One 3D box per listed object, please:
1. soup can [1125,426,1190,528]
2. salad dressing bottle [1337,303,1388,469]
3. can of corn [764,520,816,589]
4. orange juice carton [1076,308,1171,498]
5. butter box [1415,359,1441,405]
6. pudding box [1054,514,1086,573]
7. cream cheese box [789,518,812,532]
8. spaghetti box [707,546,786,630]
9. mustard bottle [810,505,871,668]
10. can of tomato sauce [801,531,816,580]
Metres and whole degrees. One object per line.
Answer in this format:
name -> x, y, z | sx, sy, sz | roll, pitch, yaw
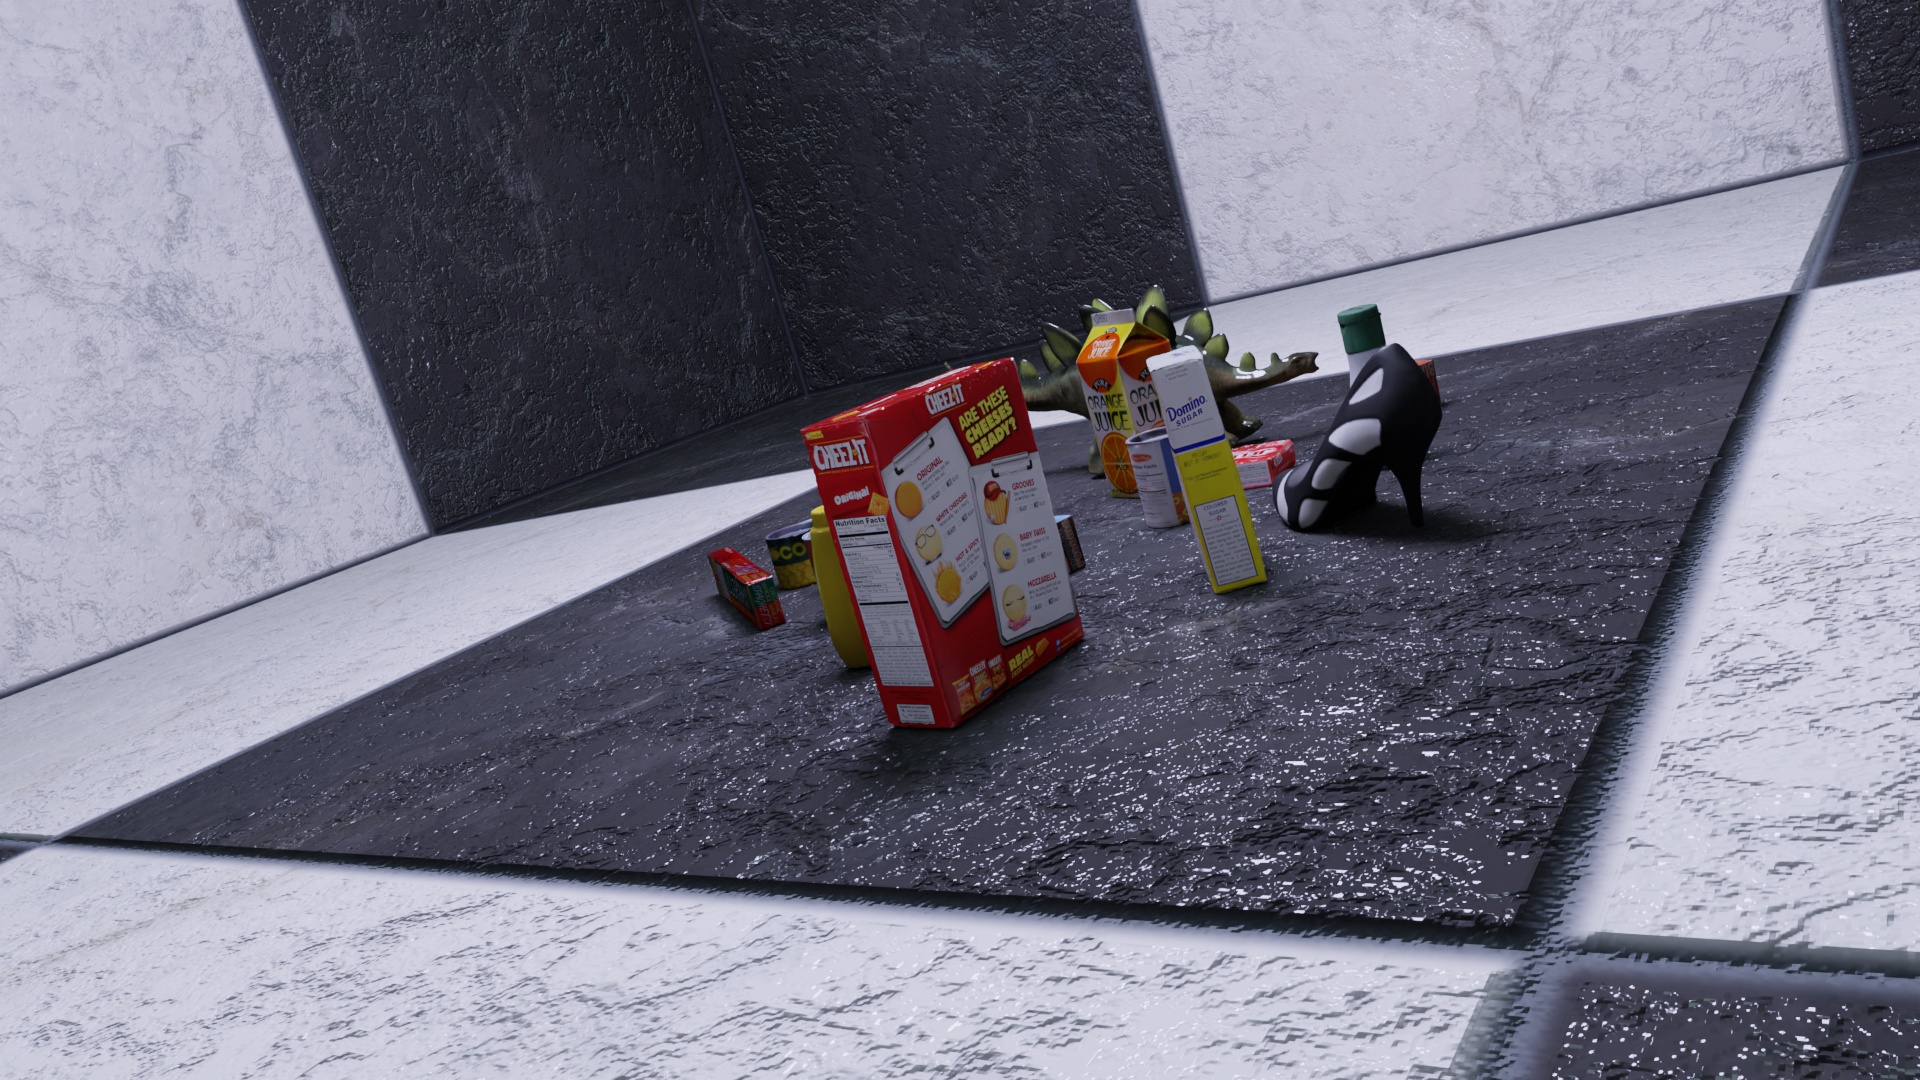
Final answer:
soup can -> 0.198, -0.062, 1.296 | 0.071, 0.083, 0.071 | -15, 11, 3
salad dressing bottle -> 0.378, -0.140, 1.268 | 0.044, 0.147, 0.064 | -16, 11, 0
can of corn -> -0.170, 0.015, 1.490 | 0.071, 0.058, 0.071 | -15, 11, 3
orange juice carton -> 0.181, -0.146, 1.445 | 0.073, 0.192, 0.072 | -22, 12, -27
butter box -> 0.459, -0.151, 1.446 | 0.104, 0.053, 0.024 | -24, 14, -35
pudding box -> 0.068, 0.005, 1.240 | 0.030, 0.049, 0.083 | -25, 14, -39
cream cheese box -> -0.136, -0.007, 1.563 | 0.104, 0.053, 0.024 | -21, 12, -24
spaghetti box -> -0.224, 0.047, 1.434 | 0.029, 0.050, 0.250 | -19, 12, -16
mustard bottle -> -0.087, 0.019, 1.102 | 0.049, 0.160, 0.065 | -11, 12, 26
can of tomato sauce -> -0.102, 0.027, 1.284 | 0.071, 0.083, 0.071 | -15, 11, 3
